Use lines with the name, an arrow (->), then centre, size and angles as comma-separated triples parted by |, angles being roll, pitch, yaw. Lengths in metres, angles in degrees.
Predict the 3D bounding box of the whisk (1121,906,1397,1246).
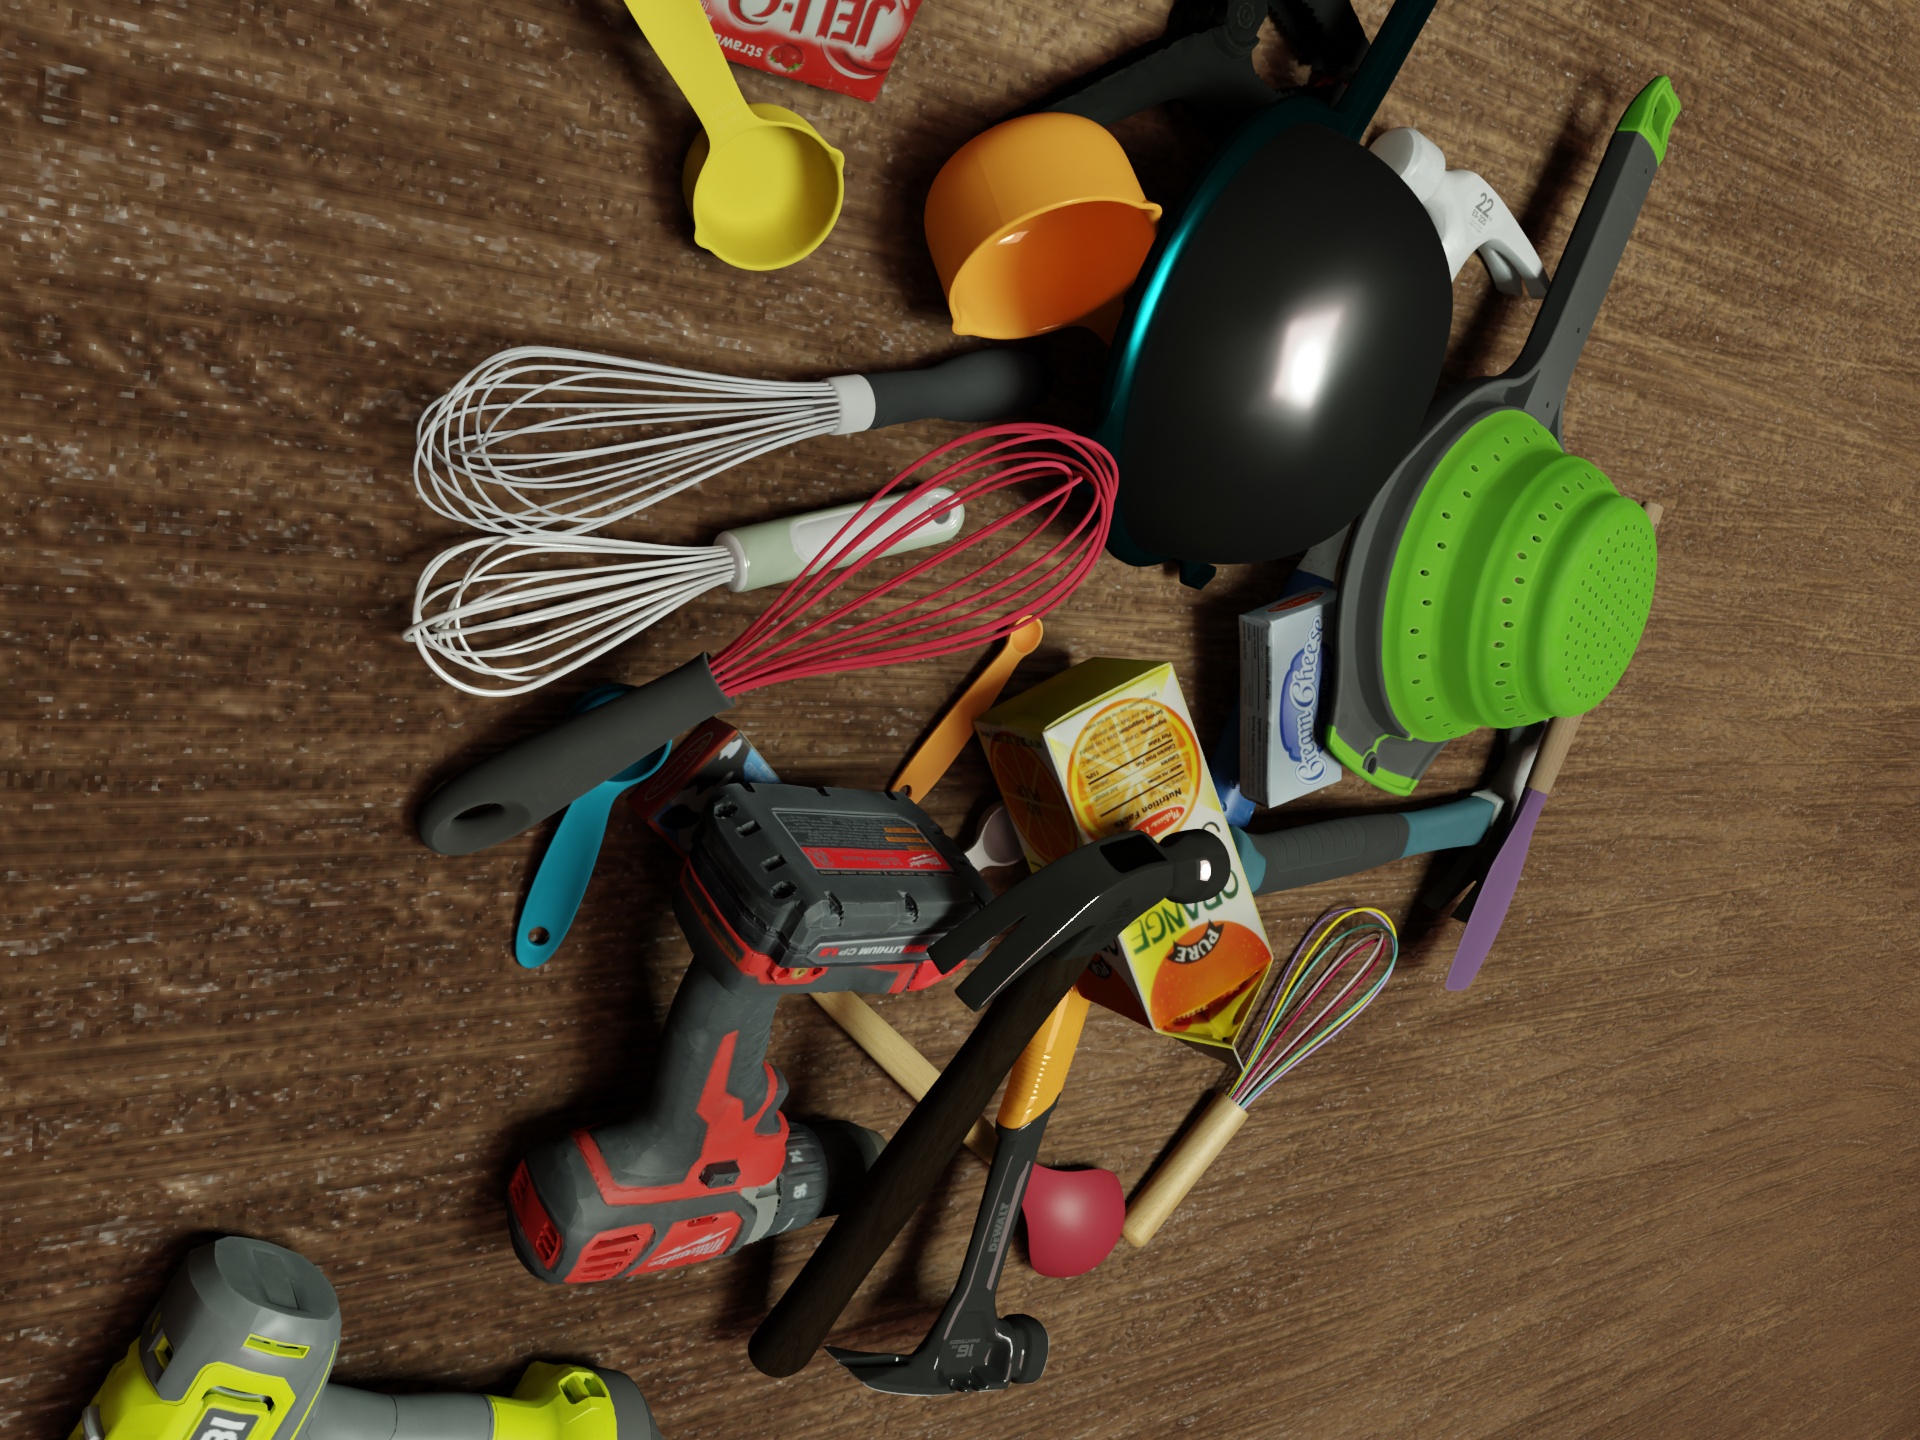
whisk -> 0.178, 0.210, 0.934 | 0.245, 0.051, 0.047 | -50, 135, -6

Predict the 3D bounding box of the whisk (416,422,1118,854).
whisk -> -0.072, -0.024, 0.592 | 0.296, 0.073, 0.073 | -28, 126, 3

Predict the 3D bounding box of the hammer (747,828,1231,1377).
hammer -> -0.012, 0.176, 0.685 | 0.130, 0.031, 0.331 | -2, 131, -49

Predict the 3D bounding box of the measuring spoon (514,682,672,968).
measuring spoon -> -0.153, 0.041, 0.638 | 0.042, 0.021, 0.128 | 19, 106, -21

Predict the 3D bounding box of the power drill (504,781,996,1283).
power drill -> -0.071, 0.141, 0.675 | 0.187, 0.080, 0.226 | 7, 121, -44

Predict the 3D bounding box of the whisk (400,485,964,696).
whisk -> -0.096, -0.061, 0.620 | 0.246, 0.059, 0.058 | -18, 91, -35

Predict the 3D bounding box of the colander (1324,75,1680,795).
colander -> 0.316, -0.140, 0.806 | 0.204, 0.095, 0.397 | 25, 88, -48

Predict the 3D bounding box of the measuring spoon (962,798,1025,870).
measuring spoon -> -0.016, 0.076, 0.757 | 0.124, 0.018, 0.034 | -34, 125, -13

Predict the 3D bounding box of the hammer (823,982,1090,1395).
hammer -> 0.034, 0.170, 0.790 | 0.127, 0.034, 0.337 | 16, 91, -40

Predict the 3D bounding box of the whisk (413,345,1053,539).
whisk -> -0.072, -0.117, 0.612 | 0.284, 0.070, 0.070 | -16, 117, -37

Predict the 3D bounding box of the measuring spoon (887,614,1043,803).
measuring spoon -> -0.001, -0.002, 0.738 | 0.117, 0.011, 0.021 | -53, 134, -3

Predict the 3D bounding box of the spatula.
spatula -> 0.360, 0.019, 0.964 | 0.059, 0.018, 0.316 | 12, 100, -52

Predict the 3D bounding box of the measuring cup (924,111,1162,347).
measuring cup -> 0.049, -0.194, 0.668 | 0.095, 0.052, 0.173 | -26, 163, 23

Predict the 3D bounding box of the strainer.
strainer -> 0.179, -0.205, 0.680 | 0.340, 0.095, 0.211 | -62, 156, 3

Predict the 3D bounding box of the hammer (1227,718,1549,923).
hammer -> 0.238, 0.066, 0.900 | 0.331, 0.033, 0.128 | -4, 111, -45

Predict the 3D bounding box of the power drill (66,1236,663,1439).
power drill -> -0.251, 0.323, 0.637 | 0.228, 0.080, 0.190 | 33, 87, -38

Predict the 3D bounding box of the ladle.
ladle -> 0.007, 0.209, 0.817 | 0.069, 0.031, 0.315 | -49, 127, -13

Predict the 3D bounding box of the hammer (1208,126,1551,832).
hammer -> 0.194, -0.084, 0.832 | 0.144, 0.035, 0.405 | 16, 98, -39

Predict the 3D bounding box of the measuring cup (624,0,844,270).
measuring cup -> -0.091, -0.225, 0.546 | 0.062, 0.029, 0.156 | -31, 138, 1
